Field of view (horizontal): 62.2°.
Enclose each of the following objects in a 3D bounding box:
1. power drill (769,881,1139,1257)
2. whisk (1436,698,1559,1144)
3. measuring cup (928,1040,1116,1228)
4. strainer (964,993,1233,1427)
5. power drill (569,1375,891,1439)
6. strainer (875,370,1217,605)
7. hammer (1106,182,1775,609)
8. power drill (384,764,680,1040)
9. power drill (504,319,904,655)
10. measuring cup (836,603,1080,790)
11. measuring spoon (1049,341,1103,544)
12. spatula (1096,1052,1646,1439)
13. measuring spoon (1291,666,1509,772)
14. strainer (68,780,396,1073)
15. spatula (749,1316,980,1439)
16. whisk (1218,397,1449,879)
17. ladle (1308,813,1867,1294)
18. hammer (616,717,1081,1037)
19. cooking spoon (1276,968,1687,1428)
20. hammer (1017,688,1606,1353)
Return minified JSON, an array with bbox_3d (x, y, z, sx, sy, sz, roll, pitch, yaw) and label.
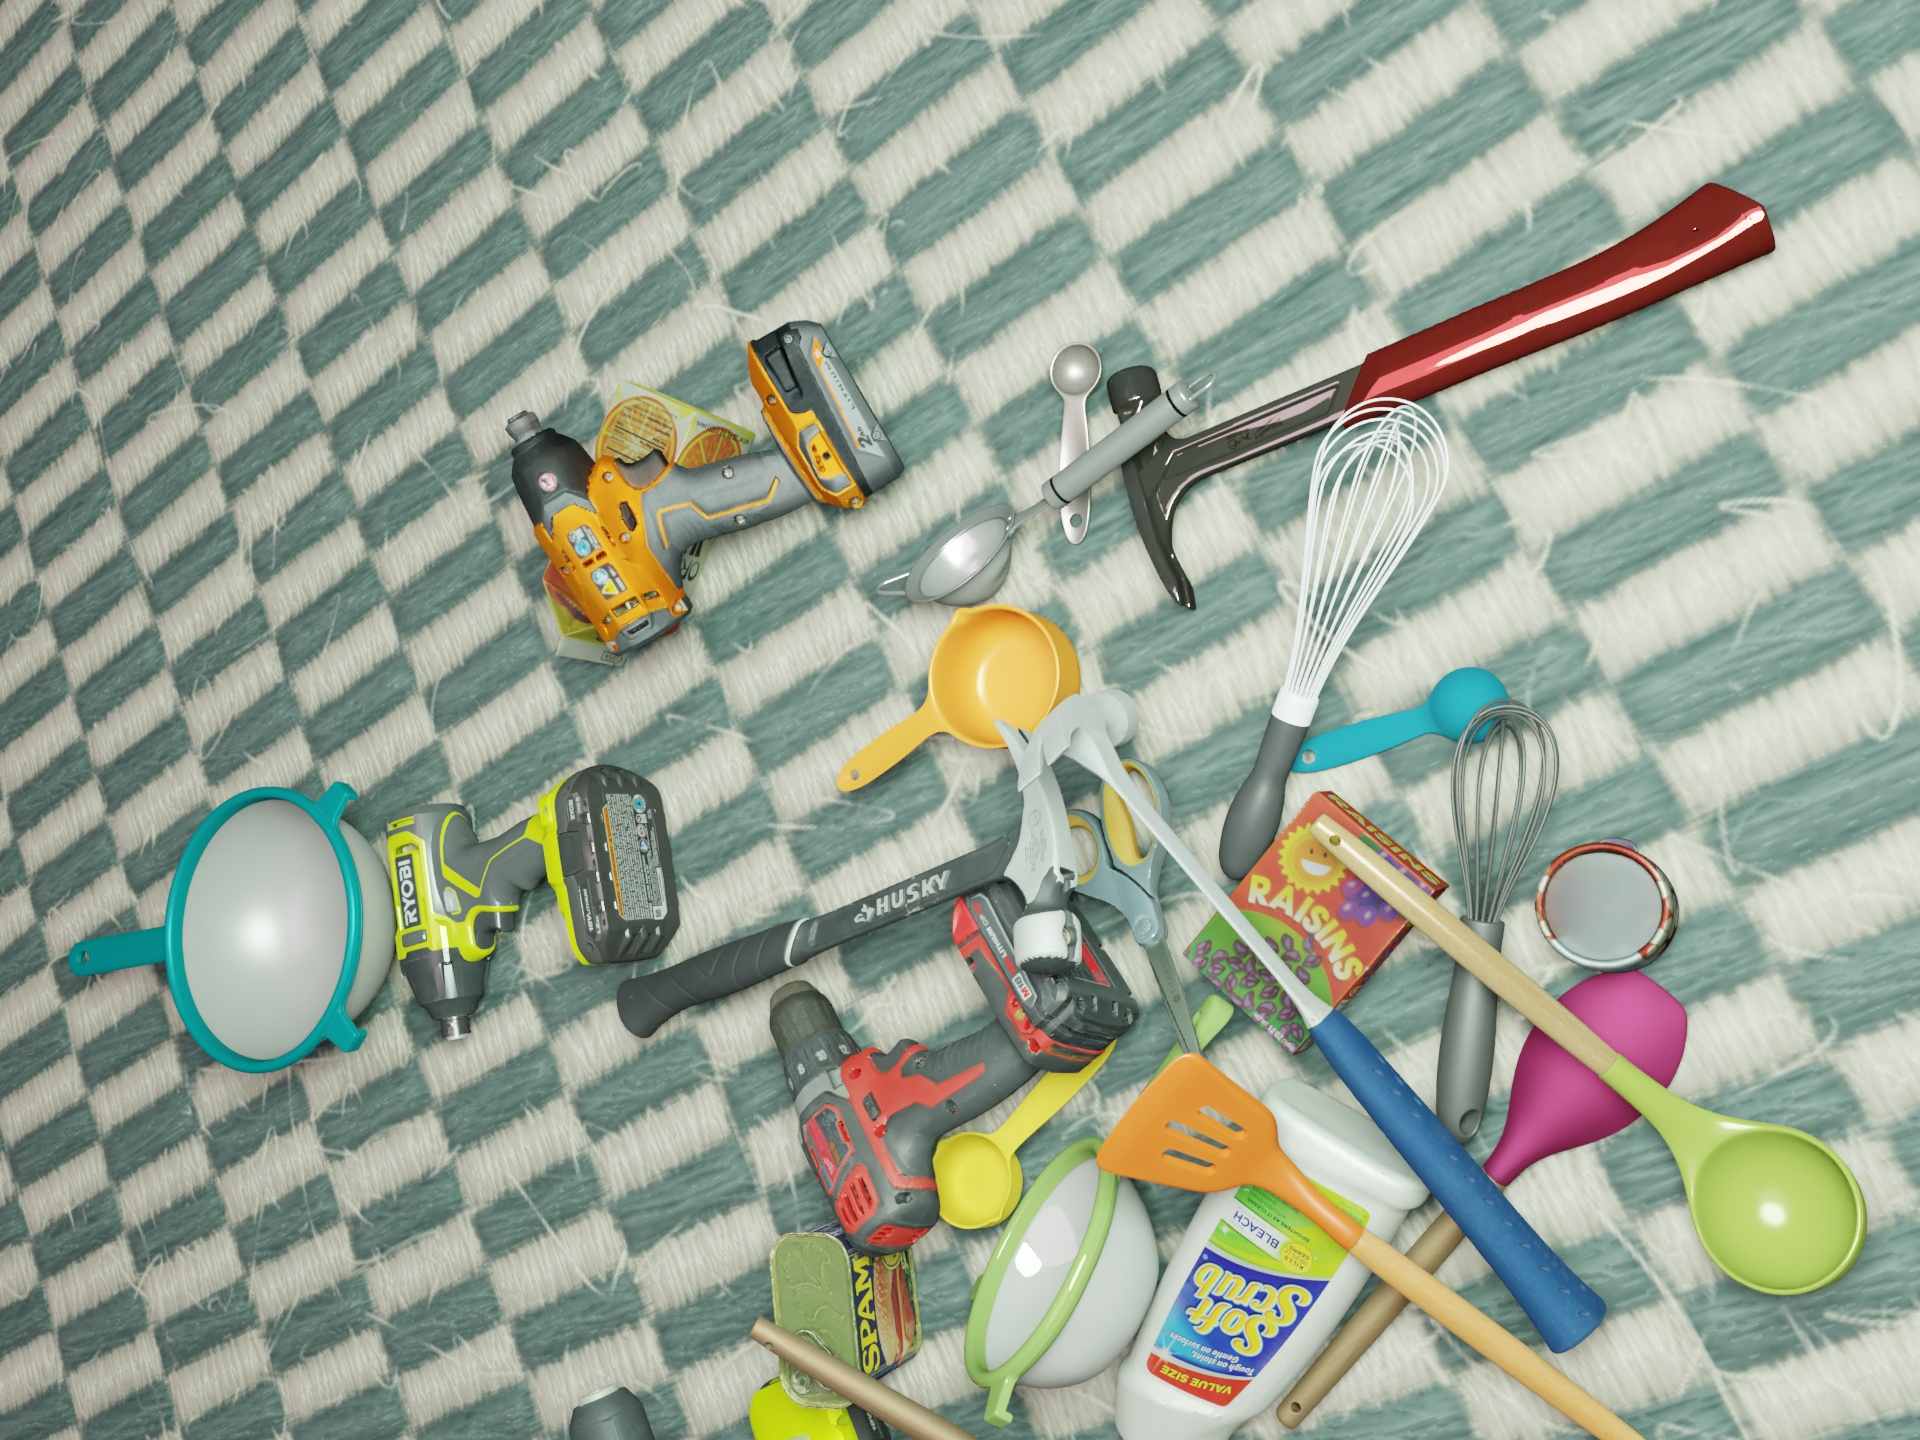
[{"bbox_3d":[-0.021,0.187,0.967,0.226,0.080,0.188,-47,50,18],"label":"power drill"},{"bbox_3d":[0.278,0.107,0.843,0.055,0.055,0.239,8,93,27],"label":"whisk"},{"bbox_3d":[0.044,0.246,0.970,0.156,0.029,0.062,-47,58,4],"label":"measuring cup"},{"bbox_3d":[0.097,0.276,0.900,0.069,0.151,0.256,33,94,-6],"label":"strainer"},{"bbox_3d":[-0.129,0.460,0.926,0.080,0.228,0.191,-28,75,23],"label":"power drill"},{"bbox_3d":[0.053,-0.130,0.957,0.258,0.087,0.050,-34,116,32],"label":"strainer"},{"bbox_3d":[0.257,-0.188,0.878,0.359,0.036,0.149,-20,78,25],"label":"hammer"},{"bbox_3d":[-0.312,0.128,1.131,0.223,0.080,0.171,-17,78,29],"label":"power drill"},{"bbox_3d":[-0.168,-0.164,1.010,0.226,0.084,0.164,-30,104,4],"label":"power drill"},{"bbox_3d":[-0.002,-0.003,0.992,0.173,0.052,0.095,-35,72,23],"label":"measuring cup"},{"bbox_3d":[0.074,-0.171,0.987,0.034,0.018,0.124,2,94,27],"label":"measuring spoon"},{"bbox_3d":[0.218,0.281,0.803,0.322,0.041,0.081,36,106,1],"label":"spatula"},{"bbox_3d":[0.238,0.005,0.883,0.128,0.021,0.042,-20,78,24],"label":"measuring spoon"},{"bbox_3d":[-0.555,0.169,1.243,0.340,0.095,0.211,-12,79,28],"label":"strainer"},{"bbox_3d":[0.018,0.426,0.912,0.316,0.018,0.059,28,115,5],"label":"spatula"},{"bbox_3d":[0.195,-0.037,0.872,0.070,0.070,0.284,26,112,26],"label":"whisk"},{"bbox_3d":[0.301,0.156,0.790,0.320,0.062,0.078,41,102,11],"label":"ladle"},{"bbox_3d":[-0.087,0.127,0.982,0.409,0.036,0.149,-26,55,39],"label":"hammer"},{"bbox_3d":[0.270,0.264,0.852,0.069,0.017,0.319,41,104,24],"label":"cooking spoon"},{"bbox_3d":[0.176,0.147,0.816,0.035,0.144,0.406,-44,78,22],"label":"hammer"}]
